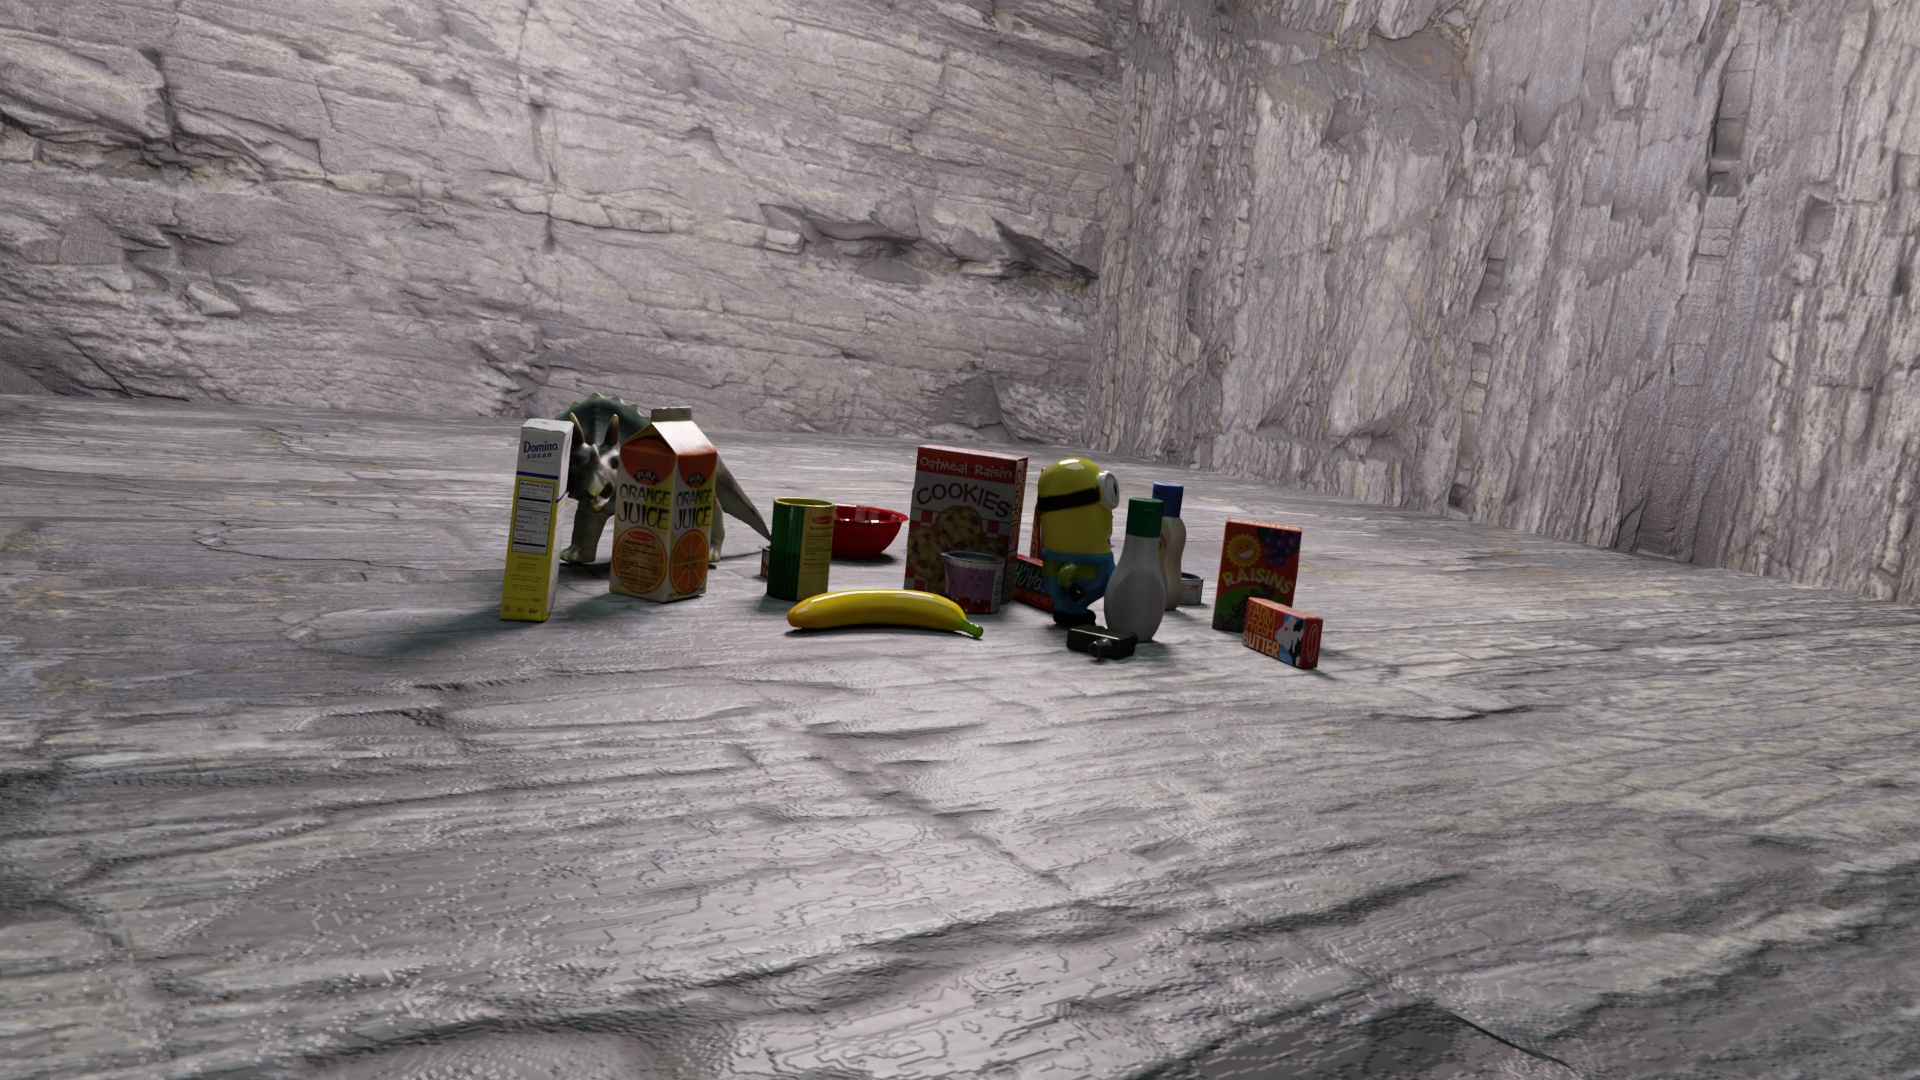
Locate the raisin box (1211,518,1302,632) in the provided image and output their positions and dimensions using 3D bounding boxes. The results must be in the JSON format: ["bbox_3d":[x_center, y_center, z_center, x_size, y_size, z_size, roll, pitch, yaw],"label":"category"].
[{"bbox_3d":[0.332,0.042,1.554,0.086,0.123,0.040,8,8,12],"label":"raisin box"}]

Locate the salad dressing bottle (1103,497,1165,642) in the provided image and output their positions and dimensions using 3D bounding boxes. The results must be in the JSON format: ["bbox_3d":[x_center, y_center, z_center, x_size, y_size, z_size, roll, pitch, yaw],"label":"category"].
[{"bbox_3d":[0.185,0.030,1.445,0.064,0.147,0.044,5,8,-5],"label":"salad dressing bottle"}]

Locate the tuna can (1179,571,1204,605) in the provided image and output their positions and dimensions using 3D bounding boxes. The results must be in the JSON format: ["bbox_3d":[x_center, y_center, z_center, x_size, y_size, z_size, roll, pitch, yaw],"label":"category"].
[{"bbox_3d":[0.265,0.057,1.714,0.071,0.032,0.071,6,8,-1],"label":"tuna can"}]

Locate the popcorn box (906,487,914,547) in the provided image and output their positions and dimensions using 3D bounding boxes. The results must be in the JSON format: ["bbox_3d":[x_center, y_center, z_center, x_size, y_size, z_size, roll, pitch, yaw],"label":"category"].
[{"bbox_3d":[-0.006,-0.025,1.897,0.127,0.085,0.038,3,8,-24],"label":"popcorn box"}]

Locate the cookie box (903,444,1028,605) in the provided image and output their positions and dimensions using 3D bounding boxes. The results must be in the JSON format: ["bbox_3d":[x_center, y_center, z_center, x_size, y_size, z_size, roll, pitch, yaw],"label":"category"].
[{"bbox_3d":[0.006,-0.020,1.583,0.123,0.167,0.040,9,8,21],"label":"cookie box"}]

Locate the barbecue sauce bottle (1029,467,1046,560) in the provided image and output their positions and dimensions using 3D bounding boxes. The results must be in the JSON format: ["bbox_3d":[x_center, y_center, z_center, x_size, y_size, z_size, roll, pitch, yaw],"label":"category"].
[{"bbox_3d":[0.108,-0.013,1.674,0.044,0.148,0.065,5,8,-6],"label":"barbecue sauce bottle"}]

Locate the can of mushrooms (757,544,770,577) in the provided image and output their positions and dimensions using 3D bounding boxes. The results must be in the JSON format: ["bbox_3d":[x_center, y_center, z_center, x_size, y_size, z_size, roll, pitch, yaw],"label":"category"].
[{"bbox_3d":[-0.198,0.025,1.592,0.071,0.033,0.071,6,8,-1],"label":"can of mushrooms"}]

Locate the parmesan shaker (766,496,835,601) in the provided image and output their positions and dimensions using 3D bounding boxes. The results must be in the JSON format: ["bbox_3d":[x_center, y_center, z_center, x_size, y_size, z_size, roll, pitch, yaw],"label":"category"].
[{"bbox_3d":[-0.173,0.009,1.479,0.071,0.103,0.071,6,8,-1],"label":"parmesan shaker"}]

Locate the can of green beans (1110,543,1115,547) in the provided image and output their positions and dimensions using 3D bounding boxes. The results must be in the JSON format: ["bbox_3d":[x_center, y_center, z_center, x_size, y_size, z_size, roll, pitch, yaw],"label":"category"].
[{"bbox_3d":[0.154,0.029,1.740,0.071,0.057,0.071,6,8,-1],"label":"can of green beans"}]

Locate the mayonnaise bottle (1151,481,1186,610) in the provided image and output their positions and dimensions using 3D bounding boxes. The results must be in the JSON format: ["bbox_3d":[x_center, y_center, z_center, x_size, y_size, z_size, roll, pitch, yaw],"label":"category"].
[{"bbox_3d":[0.237,0.005,1.647,0.041,0.147,0.065,-1,11,-44],"label":"mayonnaise bottle"}]

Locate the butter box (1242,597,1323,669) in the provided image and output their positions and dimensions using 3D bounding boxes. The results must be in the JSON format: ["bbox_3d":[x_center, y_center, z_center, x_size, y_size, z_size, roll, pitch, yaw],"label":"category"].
[{"bbox_3d":[0.332,0.095,1.436,0.024,0.053,0.103,3,9,-23],"label":"butter box"}]

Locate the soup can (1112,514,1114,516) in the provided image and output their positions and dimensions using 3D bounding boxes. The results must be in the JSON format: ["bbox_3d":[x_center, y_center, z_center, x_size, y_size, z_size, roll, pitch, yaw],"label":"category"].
[{"bbox_3d":[0.161,0.004,1.823,0.071,0.083,0.071,6,8,-1],"label":"soup can"}]

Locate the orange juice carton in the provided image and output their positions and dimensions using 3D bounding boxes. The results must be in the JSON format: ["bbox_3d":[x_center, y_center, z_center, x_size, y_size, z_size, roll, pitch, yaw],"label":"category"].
[{"bbox_3d":[-0.300,-0.040,1.407,0.073,0.192,0.072,9,8,23],"label":"orange juice carton"}]

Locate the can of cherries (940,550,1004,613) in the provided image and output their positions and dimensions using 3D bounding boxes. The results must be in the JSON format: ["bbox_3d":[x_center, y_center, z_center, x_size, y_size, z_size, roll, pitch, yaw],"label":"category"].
[{"bbox_3d":[0.010,0.045,1.518,0.071,0.058,0.071,6,8,-1],"label":"can of cherries"}]

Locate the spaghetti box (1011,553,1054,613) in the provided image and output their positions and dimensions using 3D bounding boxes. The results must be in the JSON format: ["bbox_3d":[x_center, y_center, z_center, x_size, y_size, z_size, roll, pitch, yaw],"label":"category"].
[{"bbox_3d":[0.047,0.036,1.638,0.029,0.050,0.250,0,10,-36],"label":"spaghetti box"}]
